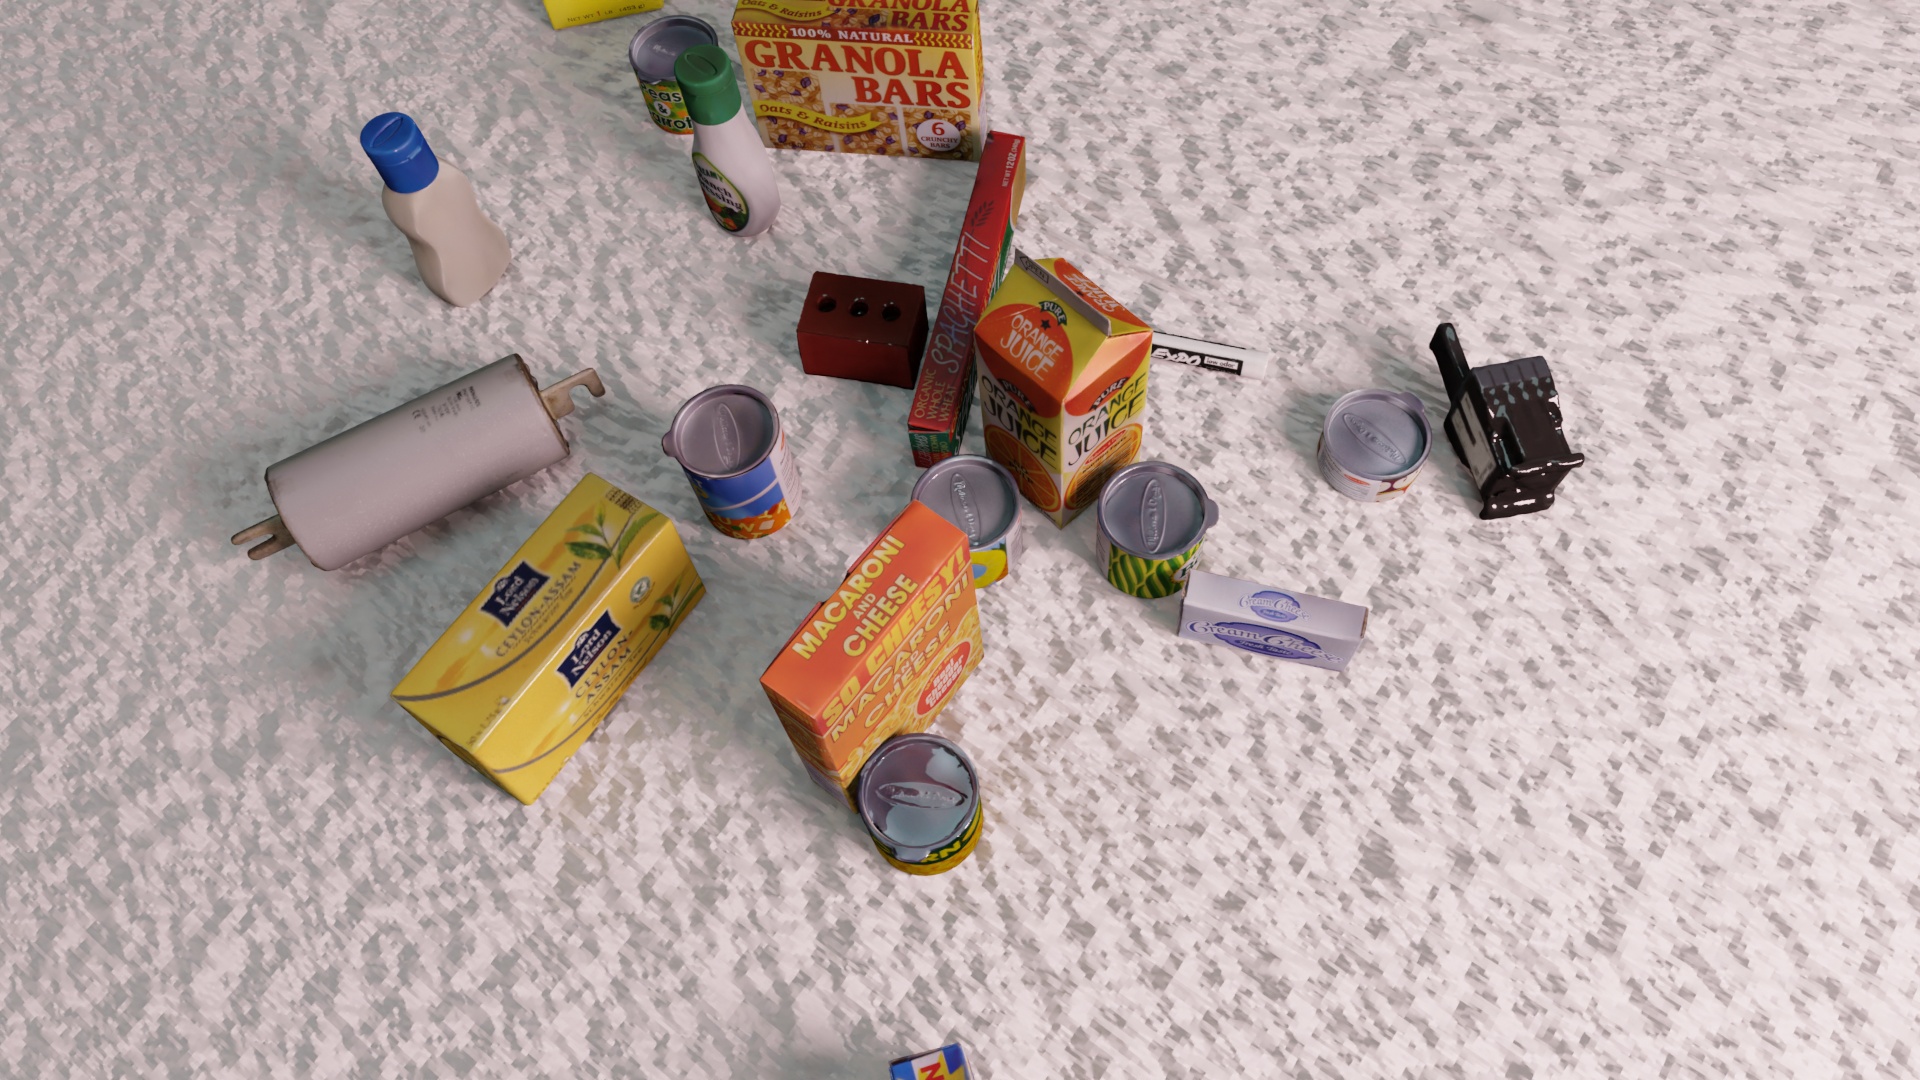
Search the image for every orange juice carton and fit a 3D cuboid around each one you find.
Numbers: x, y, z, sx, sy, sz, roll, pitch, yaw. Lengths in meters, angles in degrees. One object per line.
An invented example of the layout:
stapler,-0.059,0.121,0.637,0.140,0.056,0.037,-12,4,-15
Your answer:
orange juice carton,0.060,-0.092,0.812,0.073,0.191,0.072,-40,67,-15

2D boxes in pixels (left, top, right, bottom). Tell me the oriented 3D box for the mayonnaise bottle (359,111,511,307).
mayonnaise bottle,-0.354,-0.223,0.934,0.041,0.147,0.065,27,68,17

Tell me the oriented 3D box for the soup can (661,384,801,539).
soup can,-0.140,-0.047,0.864,0.071,0.083,0.071,-2,63,3

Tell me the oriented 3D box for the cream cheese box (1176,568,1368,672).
cream cheese box,0.179,0.048,0.809,0.104,0.053,0.024,12,65,10

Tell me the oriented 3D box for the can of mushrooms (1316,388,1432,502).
can of mushrooms,0.260,-0.060,0.871,0.071,0.033,0.071,-2,63,3

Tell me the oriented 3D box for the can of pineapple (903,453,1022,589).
can of pineapple,0.003,-0.011,0.849,0.071,0.057,0.071,-2,63,3

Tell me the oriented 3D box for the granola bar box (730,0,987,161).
granola bar box,-0.067,-0.329,0.982,0.165,0.123,0.039,6,64,7

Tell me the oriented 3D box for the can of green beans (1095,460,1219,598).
can of green beans,0.115,-0.005,0.839,0.071,0.057,0.071,-2,63,3

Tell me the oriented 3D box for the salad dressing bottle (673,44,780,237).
salad dressing bottle,-0.160,-0.270,0.945,0.064,0.147,0.044,38,72,20

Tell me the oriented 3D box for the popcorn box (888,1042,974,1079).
popcorn box,0.003,0.313,0.666,0.038,0.085,0.127,-17,63,-4

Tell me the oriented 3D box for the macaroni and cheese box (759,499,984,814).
macaroni and cheese box,-0.042,0.068,0.751,0.040,0.165,0.124,33,70,19

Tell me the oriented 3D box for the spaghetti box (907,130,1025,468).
spaghetti box,0.007,-0.164,0.933,0.029,0.050,0.251,9,64,9

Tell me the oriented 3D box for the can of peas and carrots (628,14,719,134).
can of peas and carrots,-0.209,-0.345,1.037,0.071,0.058,0.071,-2,63,3

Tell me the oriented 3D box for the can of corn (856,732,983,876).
can of corn,-0.021,0.149,0.768,0.071,0.058,0.071,-2,63,3
